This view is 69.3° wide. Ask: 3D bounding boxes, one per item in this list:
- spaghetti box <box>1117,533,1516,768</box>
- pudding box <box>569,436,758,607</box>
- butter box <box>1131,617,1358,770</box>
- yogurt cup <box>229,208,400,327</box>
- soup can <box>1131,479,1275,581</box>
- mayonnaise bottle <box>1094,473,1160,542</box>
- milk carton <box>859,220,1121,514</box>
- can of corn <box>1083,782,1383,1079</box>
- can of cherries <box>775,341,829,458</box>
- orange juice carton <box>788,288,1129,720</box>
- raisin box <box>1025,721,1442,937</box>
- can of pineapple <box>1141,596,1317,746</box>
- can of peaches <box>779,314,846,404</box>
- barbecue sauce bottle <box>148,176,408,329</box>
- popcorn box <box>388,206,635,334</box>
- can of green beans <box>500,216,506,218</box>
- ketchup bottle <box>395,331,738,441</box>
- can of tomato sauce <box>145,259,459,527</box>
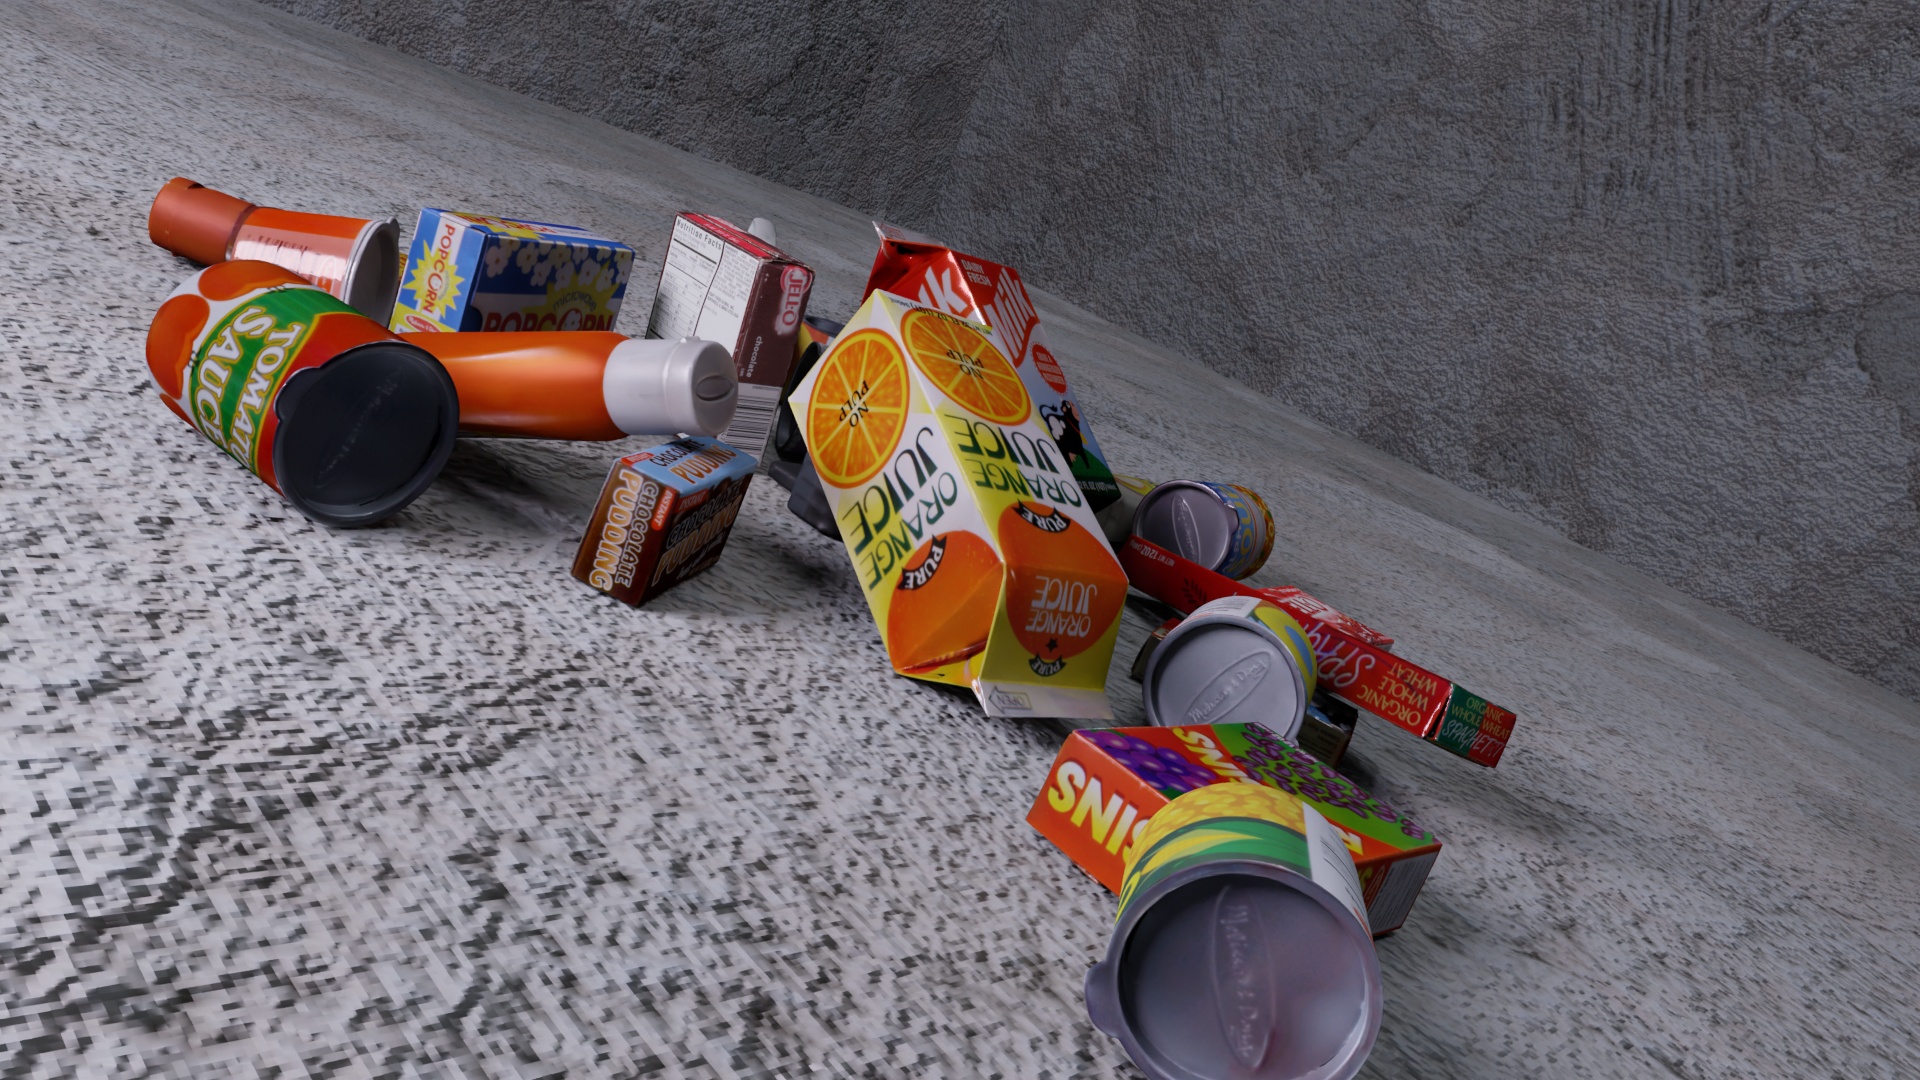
[{"bbox_3d":[0.165,0.049,0.699,0.050,0.028,0.250,25,3,-32],"label":"spaghetti box"},{"bbox_3d":[-0.111,-0.010,0.530,0.030,0.049,0.084,25,14,5],"label":"pudding box"},{"bbox_3d":[0.135,0.072,0.657,0.103,0.024,0.053,27,13,16],"label":"butter box"},{"bbox_3d":[-0.289,-0.116,0.621,0.054,0.072,0.072,12,15,-8],"label":"yogurt cup"},{"bbox_3d":[0.159,-0.005,0.888,0.071,0.071,0.084,30,15,28],"label":"soup can"},{"bbox_3d":[0.121,-0.022,0.948,0.065,0.041,0.148,30,16,33],"label":"mayonnaise bottle"},{"bbox_3d":[0.007,-0.092,0.770,0.072,0.073,0.191,1,62,-58],"label":"milk carton"},{"bbox_3d":[0.070,0.103,0.361,0.071,0.071,0.058,24,13,6],"label":"can of corn"},{"bbox_3d":[-0.067,-0.074,0.796,0.058,0.071,0.072,19,14,-19],"label":"can of cherries"},{"bbox_3d":[0.002,-0.007,0.572,0.072,0.072,0.193,11,43,-42],"label":"orange juice carton"},{"bbox_3d":[0.094,0.099,0.465,0.086,0.040,0.123,34,17,37],"label":"raisin box"},{"bbox_3d":[0.116,0.061,0.587,0.071,0.070,0.058,26,14,15],"label":"can of pineapple"},{"bbox_3d":[-0.086,-0.113,0.933,0.071,0.058,0.071,21,14,-5],"label":"can of peaches"},{"bbox_3d":[-0.317,-0.134,0.685,0.148,0.043,0.065,20,16,-8],"label":"barbecue sauce bottle"},{"bbox_3d":[-0.213,-0.108,0.663,0.038,0.085,0.127,25,14,13],"label":"popcorn box"},{"bbox_3d":[-0.232,-0.131,0.758,0.058,0.071,0.071,13,16,-35],"label":"can of green beans"},{"bbox_3d":[-0.160,-0.061,0.545,0.149,0.043,0.065,3,11,22],"label":"ketchup bottle"},{"bbox_3d":[-0.226,-0.052,0.474,0.083,0.071,0.071,29,15,28],"label":"can of tomato sauce"}]
